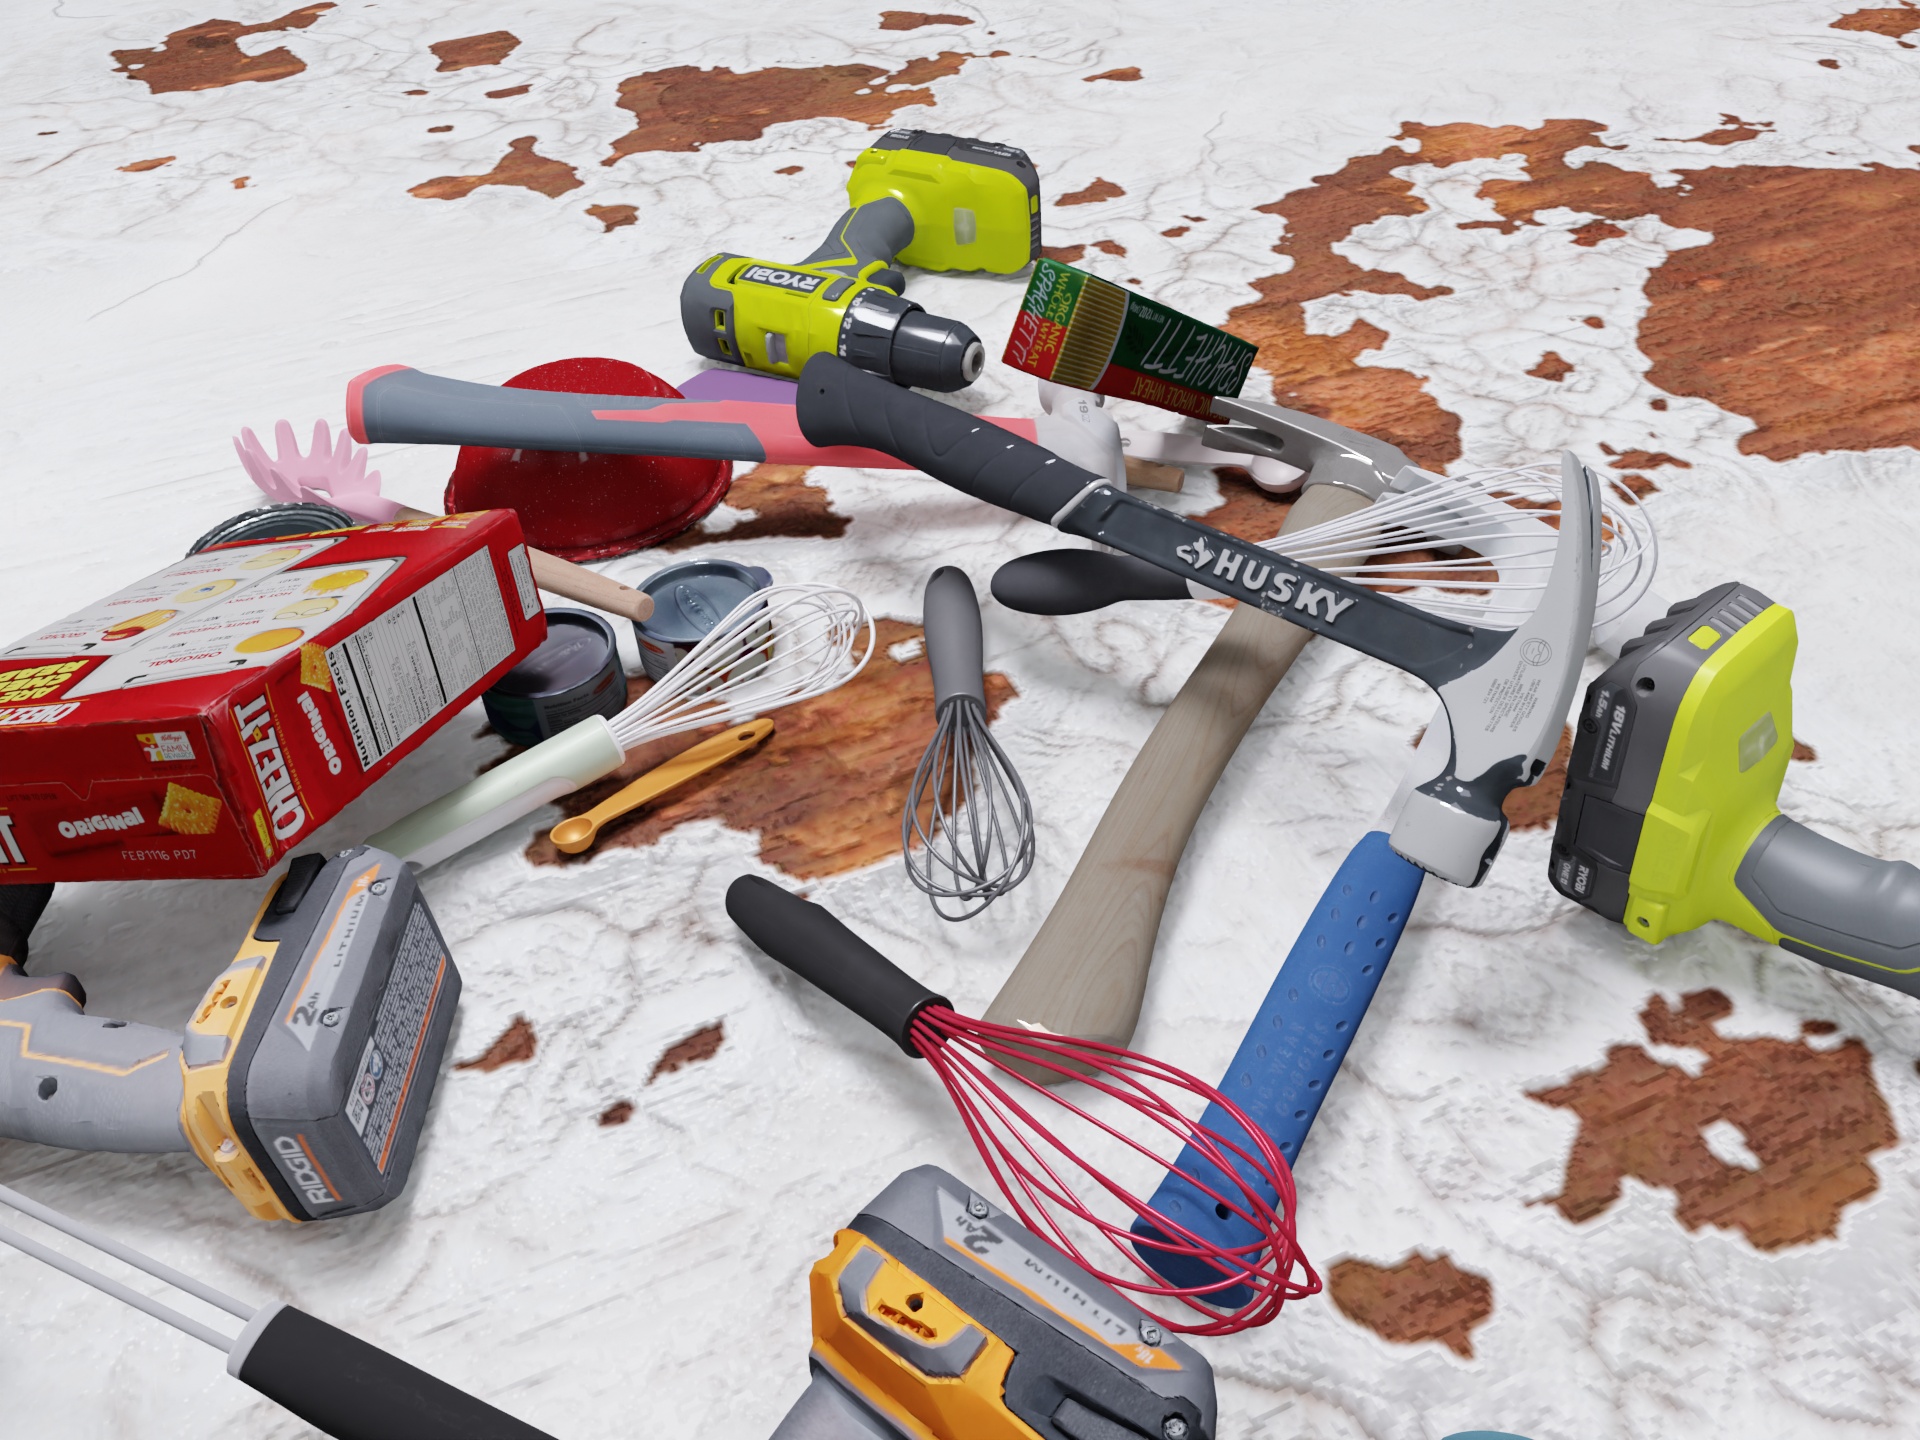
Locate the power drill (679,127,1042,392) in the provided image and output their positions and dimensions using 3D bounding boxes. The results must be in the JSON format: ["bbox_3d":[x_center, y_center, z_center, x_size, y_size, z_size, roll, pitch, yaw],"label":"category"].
[{"bbox_3d":[-0.038,-0.282,0.997,0.191,0.080,0.229,17,48,22],"label":"power drill"}]

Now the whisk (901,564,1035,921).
[{"bbox_3d":[-0.001,-0.001,0.698,0.055,0.055,0.239,-4,36,-1],"label":"whisk"}]

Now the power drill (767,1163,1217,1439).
[{"bbox_3d":[-0.029,0.242,0.394,0.164,0.084,0.226,28,54,29],"label":"power drill"}]

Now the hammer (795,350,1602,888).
[{"bbox_3d":[0.066,-0.088,0.657,0.409,0.149,0.036,30,10,39],"label":"hammer"}]

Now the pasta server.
[{"bbox_3d":[-0.268,-0.103,0.812,0.316,0.040,0.060,20,31,33],"label":"pasta server"}]

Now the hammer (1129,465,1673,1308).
[{"bbox_3d":[0.168,0.041,0.620,0.144,0.035,0.406,34,53,6],"label":"hammer"}]

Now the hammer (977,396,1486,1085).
[{"bbox_3d":[0.106,-0.013,0.696,0.146,0.038,0.411,24,49,15],"label":"hammer"}]

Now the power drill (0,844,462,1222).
[{"bbox_3d":[-0.305,0.102,0.575,0.226,0.084,0.186,-6,39,3],"label":"power drill"}]

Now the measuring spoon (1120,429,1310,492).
[{"bbox_3d":[0.134,-0.143,0.874,0.124,0.018,0.034,13,59,27],"label":"measuring spoon"}]

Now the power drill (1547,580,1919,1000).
[{"bbox_3d":[0.321,0.049,0.525,0.080,0.171,0.223,-32,45,-29],"label":"power drill"}]

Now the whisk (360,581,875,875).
[{"bbox_3d":[-0.145,0.005,0.691,0.246,0.057,0.059,-30,68,-18],"label":"whisk"}]

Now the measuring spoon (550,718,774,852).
[{"bbox_3d":[-0.127,0.028,0.697,0.117,0.011,0.021,-32,35,-33],"label":"measuring spoon"}]

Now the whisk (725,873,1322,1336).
[{"bbox_3d":[0.001,0.111,0.528,0.073,0.073,0.296,-30,33,-27],"label":"whisk"}]

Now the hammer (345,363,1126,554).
[{"bbox_3d":[-0.109,-0.135,0.802,0.386,0.038,0.143,2,54,-7],"label":"hammer"}]

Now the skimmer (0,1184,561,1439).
[{"bbox_3d":[-0.251,0.135,0.441,0.363,0.090,0.127,25,46,3],"label":"skimmer"}]

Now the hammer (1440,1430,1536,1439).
[{"bbox_3d":[0.073,0.292,0.342,0.128,0.033,0.331,36,47,11],"label":"hammer"}]

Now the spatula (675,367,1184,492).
[{"bbox_3d":[-0.025,-0.165,0.903,0.316,0.018,0.060,15,37,21],"label":"spatula"}]

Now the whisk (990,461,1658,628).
[{"bbox_3d":[0.134,-0.062,0.654,0.285,0.070,0.070,-1,37,34],"label":"whisk"}]
